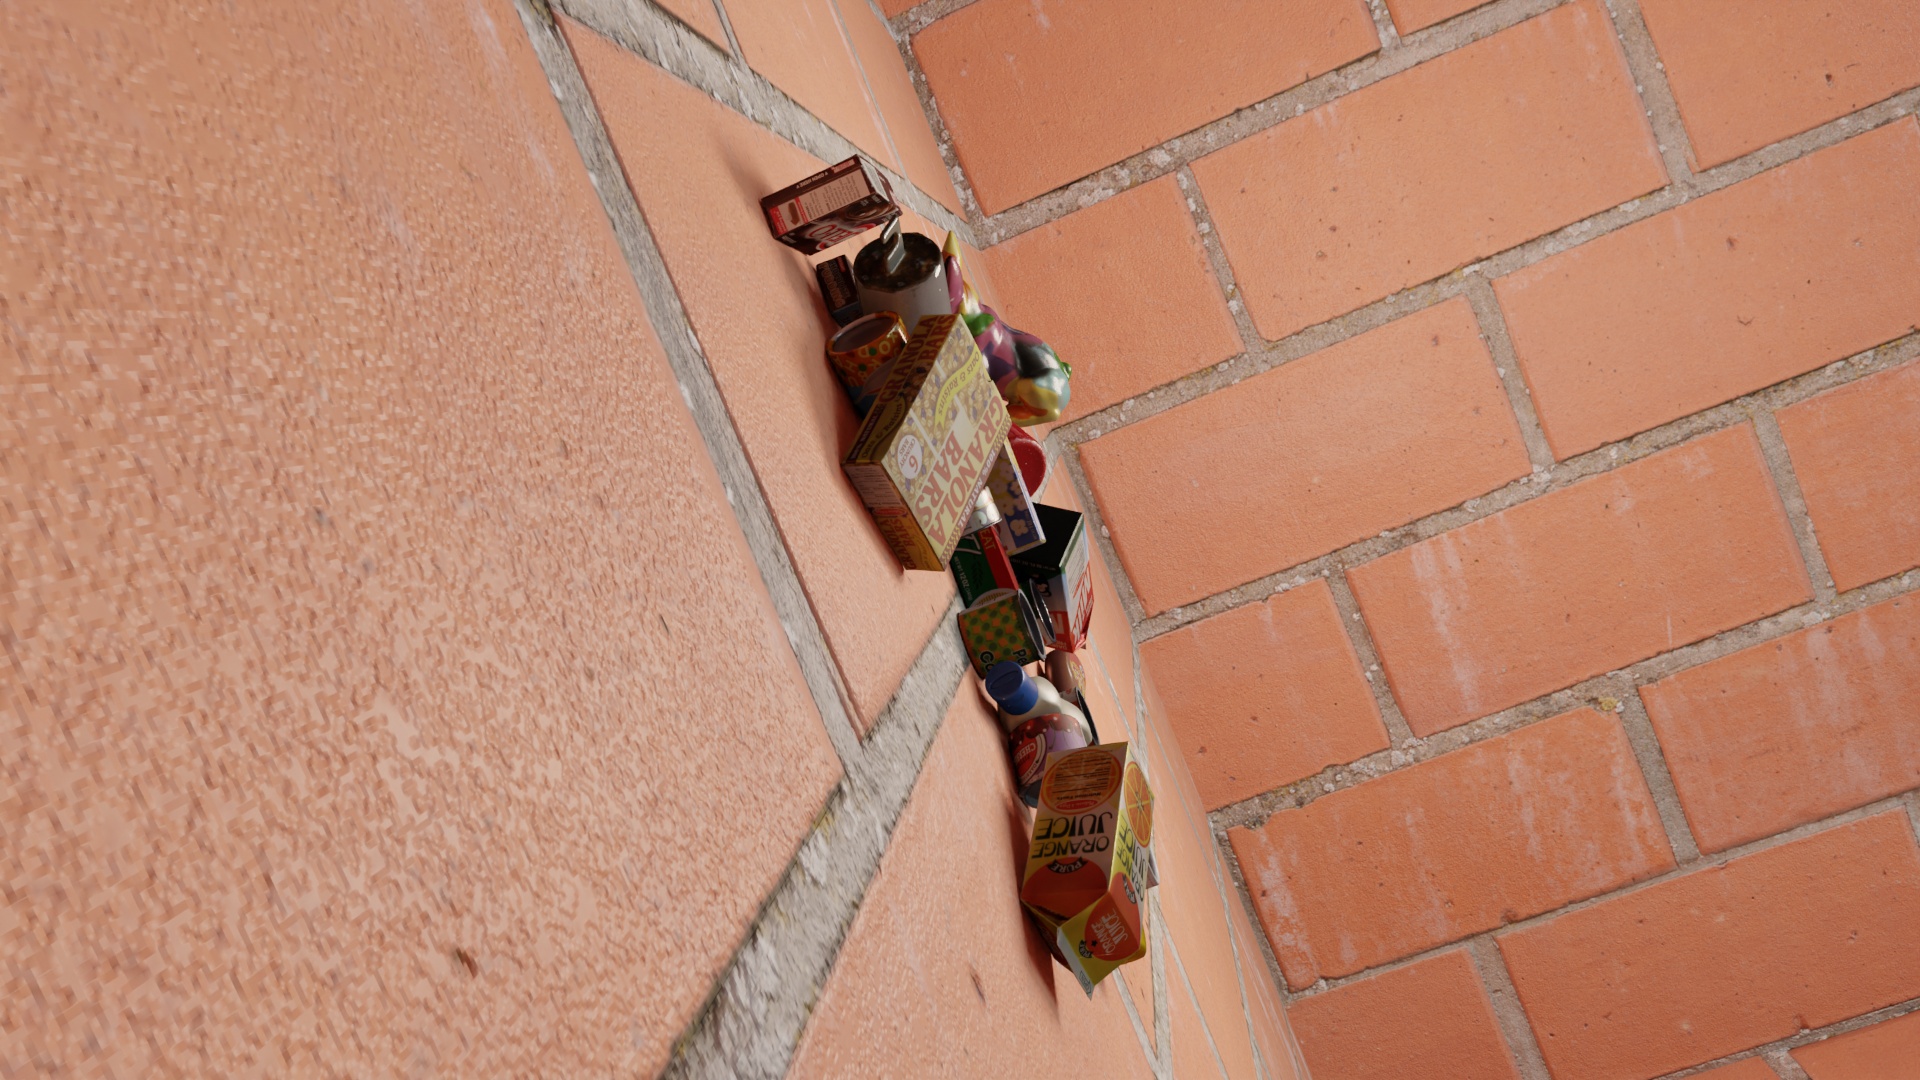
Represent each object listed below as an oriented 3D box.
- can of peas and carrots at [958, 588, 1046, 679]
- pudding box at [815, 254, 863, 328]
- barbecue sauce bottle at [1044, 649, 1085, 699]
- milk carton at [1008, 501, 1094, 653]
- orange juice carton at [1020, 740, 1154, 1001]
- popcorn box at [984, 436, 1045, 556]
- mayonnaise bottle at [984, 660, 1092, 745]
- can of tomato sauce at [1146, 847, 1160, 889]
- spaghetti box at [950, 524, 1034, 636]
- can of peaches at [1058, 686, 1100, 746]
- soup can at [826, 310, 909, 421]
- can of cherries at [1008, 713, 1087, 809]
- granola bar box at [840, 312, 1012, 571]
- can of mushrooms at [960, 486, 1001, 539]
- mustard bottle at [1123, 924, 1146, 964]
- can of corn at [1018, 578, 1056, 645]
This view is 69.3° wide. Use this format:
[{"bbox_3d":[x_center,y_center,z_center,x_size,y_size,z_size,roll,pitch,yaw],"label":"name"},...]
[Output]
[{"bbox_3d":[0.038,0.085,1.225,0.071,0.058,0.071,-23,92,-81],"label":"can of peas and carrots"},{"bbox_3d":[-0.095,-0.210,1.222,0.083,0.030,0.050,43,28,-70],"label":"pudding box"},{"bbox_3d":[0.116,0.171,1.535,0.149,0.043,0.064,-76,144,-74],"label":"barbecue sauce bottle"},{"bbox_3d":[0.090,0.051,1.429,0.189,0.072,0.074,76,32,-49],"label":"milk carton"},{"bbox_3d":[0.099,0.252,1.074,0.194,0.073,0.071,-74,145,-50],"label":"orange juice carton"},{"bbox_3d":[0.020,-0.042,1.331,0.038,0.085,0.127,18,51,-77],"label":"popcorn box"},{"bbox_3d":[0.065,0.153,1.231,0.147,0.065,0.041,50,11,-52],"label":"mayonnaise bottle"},{"bbox_3d":[0.121,0.275,1.194,0.071,0.083,0.071,-23,92,-81],"label":"can of tomato sauce"},{"bbox_3d":[0.005,-0.016,1.296,0.028,0.050,0.250,27,42,-79],"label":"spaghetti box"},{"bbox_3d":[0.100,0.186,1.361,0.071,0.058,0.071,-23,92,-82],"label":"can of peaches"},{"bbox_3d":[-0.061,-0.133,1.123,0.072,0.071,0.083,-97,162,-59],"label":"soup can"},{"bbox_3d":[0.077,0.190,1.199,0.071,0.071,0.058,57,14,-51],"label":"can of cherries"},{"bbox_3d":[-0.021,-0.077,1.082,0.123,0.039,0.166,61,41,-41],"label":"granola bar box"},{"bbox_3d":[0.001,-0.021,1.230,0.071,0.071,0.033,-48,115,-80],"label":"can of mushrooms"},{"bbox_3d":[0.127,0.305,1.271,0.065,0.049,0.161,58,13,-50],"label":"mustard bottle"},{"bbox_3d":[0.052,0.075,1.335,0.071,0.058,0.071,-24,92,-81],"label":"can of corn"}]
